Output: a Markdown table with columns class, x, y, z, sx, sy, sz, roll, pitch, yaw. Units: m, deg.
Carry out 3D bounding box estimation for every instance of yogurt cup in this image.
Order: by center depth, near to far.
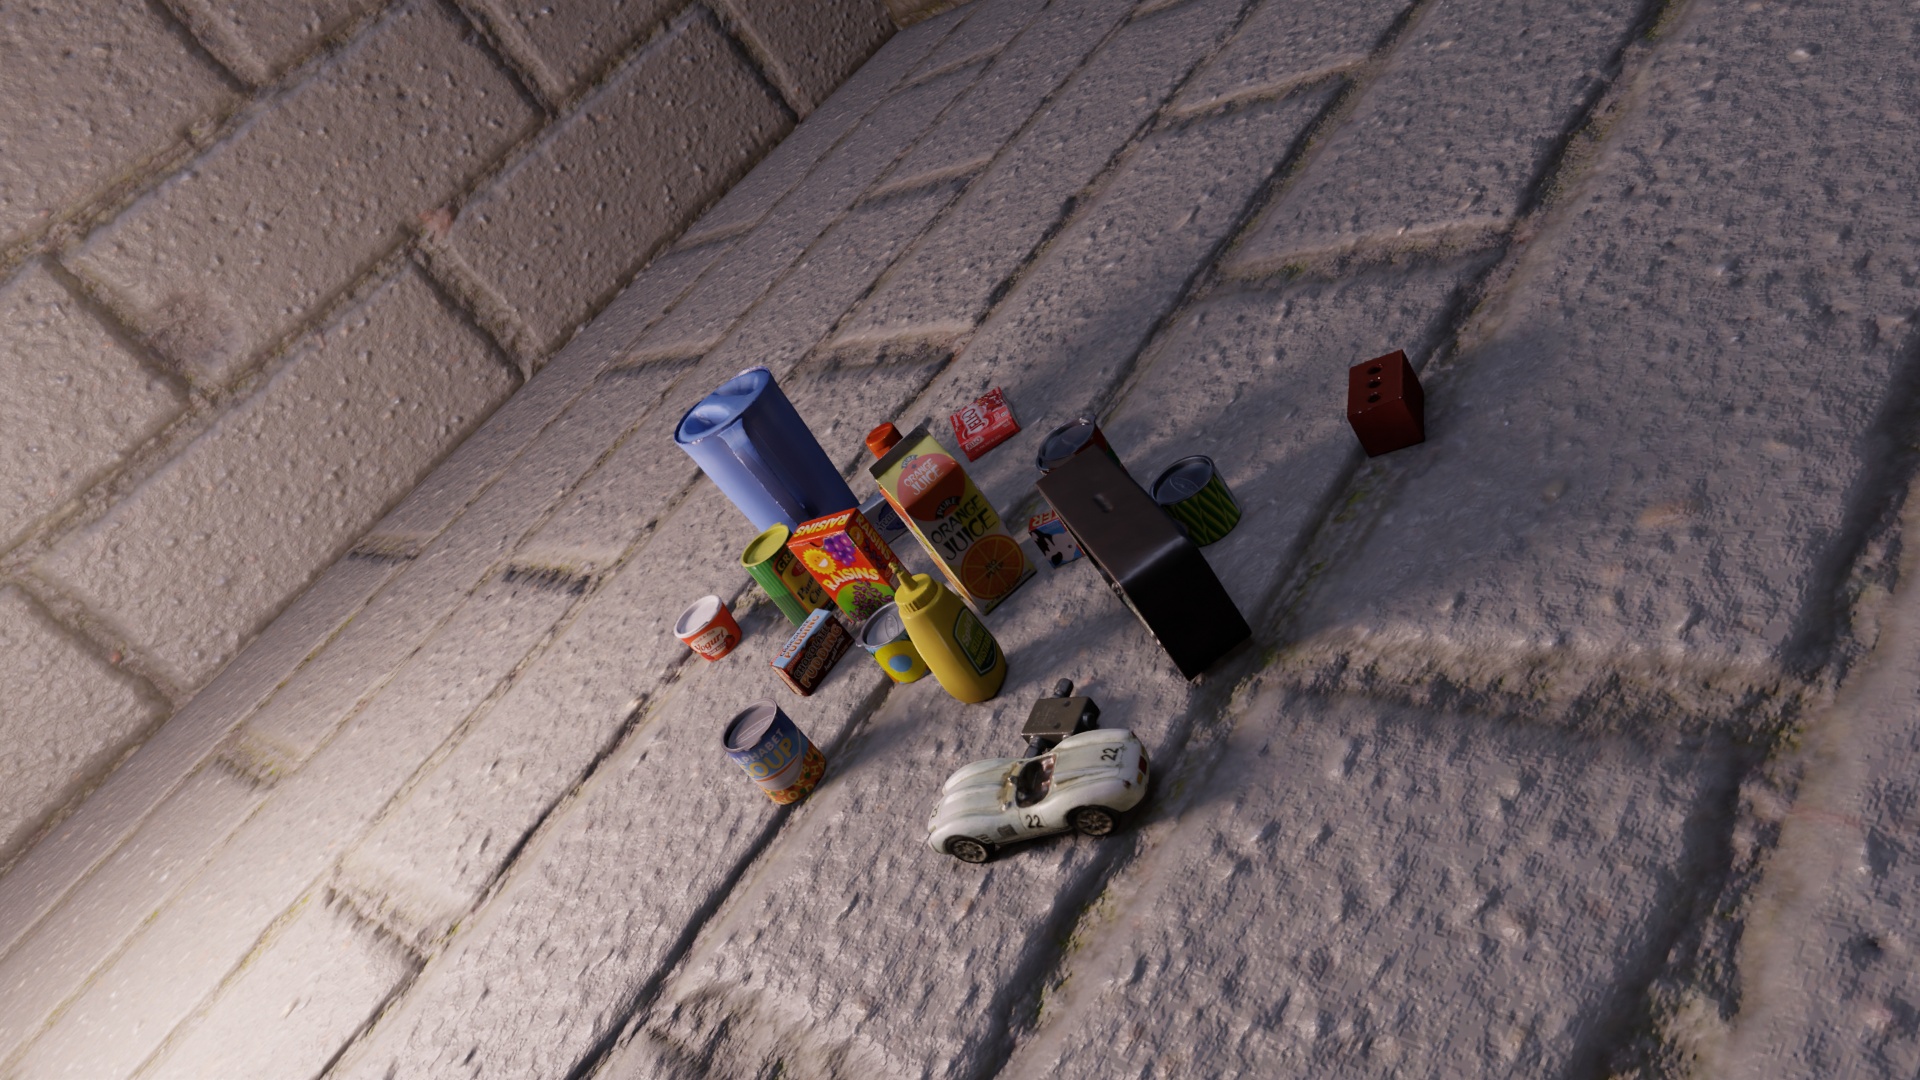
| class | x | y | z | sx | sy | sz | roll | pitch | yaw |
| --- | --- | --- | --- | --- | --- | --- | --- | --- | --- |
| yogurt cup | -0.297 | 0.106 | 1.649 | 0.072 | 0.053 | 0.073 | -27 | 29 | 17 |

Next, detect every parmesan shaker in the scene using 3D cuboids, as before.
| class | x | y | z | sx | sy | sz | roll | pitch | yaw |
| --- | --- | --- | --- | --- | --- | --- | --- | --- | --- |
| parmesan shaker | -0.191 | 0.039 | 1.578 | 0.071 | 0.102 | 0.072 | -27 | 29 | 17 |

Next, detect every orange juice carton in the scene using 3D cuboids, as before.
| class | x | y | z | sx | sy | sz | roll | pitch | yaw |
| --- | --- | --- | --- | --- | --- | --- | --- | --- | --- |
| orange juice carton | -0.013 | -0.024 | 1.379 | 0.072 | 0.192 | 0.073 | -41 | 28 | -7 |

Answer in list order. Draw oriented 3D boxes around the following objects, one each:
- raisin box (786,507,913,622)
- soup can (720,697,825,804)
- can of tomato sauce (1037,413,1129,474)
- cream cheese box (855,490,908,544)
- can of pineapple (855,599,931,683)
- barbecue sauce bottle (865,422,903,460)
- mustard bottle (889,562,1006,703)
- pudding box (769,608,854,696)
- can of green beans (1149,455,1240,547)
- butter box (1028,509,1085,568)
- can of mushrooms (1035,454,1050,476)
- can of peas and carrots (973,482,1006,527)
| class | x | y | z | sx | sy | sz | roll | pitch | yaw |
| --- | --- | --- | --- | --- | --- | --- | --- | --- | --- |
| raisin box | -0.114 | 0.028 | 1.487 | 0.086 | 0.123 | 0.040 | -14 | 36 | 37 |
| soup can | -0.179 | 0.205 | 1.336 | 0.071 | 0.083 | 0.072 | -27 | 29 | 17 |
| can of tomato sauce | 0.129 | -0.075 | 1.414 | 0.071 | 0.083 | 0.071 | -27 | 29 | 17 |
| cream cheese box | -0.069 | -0.041 | 1.615 | 0.104 | 0.053 | 0.024 | -35 | 28 | 3 |
| can of pineapple | -0.059 | 0.101 | 1.385 | 0.071 | 0.057 | 0.071 | -27 | 29 | 17 |
| barbecue sauce bottle | -0.048 | -0.064 | 1.526 | 0.064 | 0.148 | 0.044 | -24 | 30 | 22 |
| mustard bottle | -0.017 | 0.078 | 1.265 | 0.048 | 0.159 | 0.066 | -17 | 34 | 33 |
| pudding box | -0.158 | 0.118 | 1.479 | 0.030 | 0.049 | 0.084 | 4 | 48 | 51 |
| can of green beans | 0.217 | -0.036 | 1.283 | 0.071 | 0.057 | 0.071 | -27 | 29 | 17 |
| butter box | 0.123 | -0.015 | 1.362 | 0.103 | 0.053 | 0.024 | -24 | 31 | 23 |
| can of mushrooms | 0.119 | -0.087 | 1.495 | 0.071 | 0.033 | 0.071 | -27 | 29 | 17 |
| can of peas and carrots | 0.005 | -0.019 | 1.493 | 0.071 | 0.058 | 0.071 | -27 | 29 | 17 |
